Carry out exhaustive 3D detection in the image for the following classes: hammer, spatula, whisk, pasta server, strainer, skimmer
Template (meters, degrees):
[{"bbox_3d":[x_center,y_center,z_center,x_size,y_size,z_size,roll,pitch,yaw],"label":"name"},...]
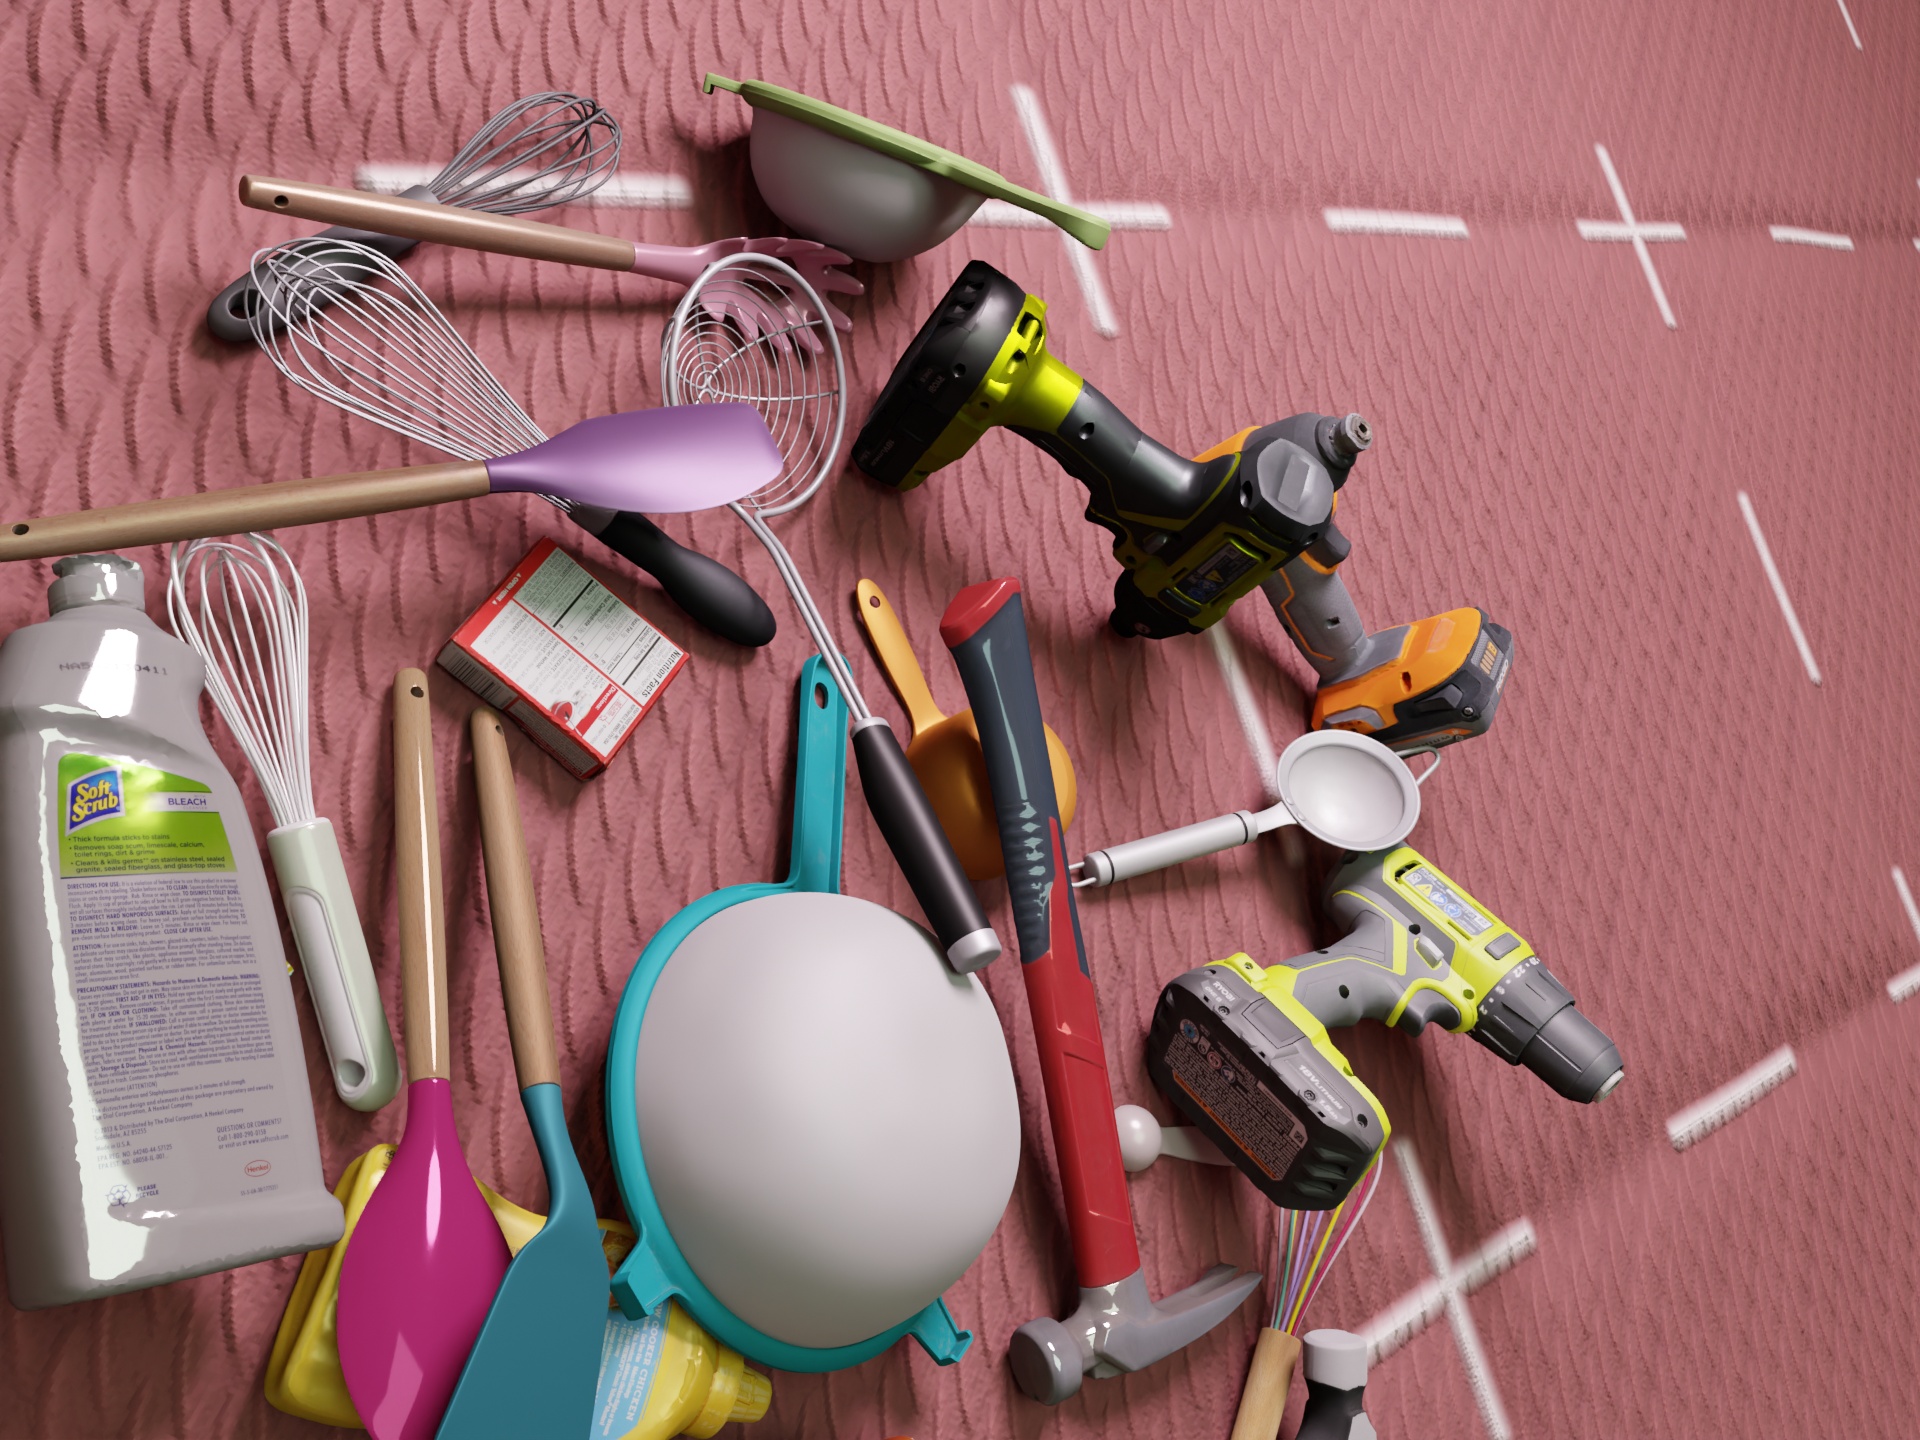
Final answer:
[{"bbox_3d":[0.059,0.120,0.782,0.143,0.038,0.386,-10,90,-35],"label":"hammer"},{"bbox_3d":[-0.177,0.125,0.617,0.082,0.044,0.318,47,20,-53],"label":"spatula"},{"bbox_3d":[-0.265,0.036,0.632,0.059,0.058,0.246,-7,79,-72],"label":"whisk"},{"bbox_3d":[-0.180,-0.225,0.764,0.316,0.060,0.040,-4,35,-44],"label":"pasta server"},{"bbox_3d":[0.167,0.060,0.913,0.258,0.050,0.087,-13,55,-25],"label":"strainer"},{"bbox_3d":[-0.220,-0.094,0.651,0.316,0.018,0.060,-13,63,-28],"label":"spatula"},{"bbox_3d":[0.176,0.303,0.839,0.051,0.047,0.245,49,53,-39],"label":"whisk"},{"bbox_3d":[0.072,0.369,0.700,0.334,0.035,0.146,7,82,-40],"label":"hammer"},{"bbox_3d":[-0.249,-0.237,0.747,0.055,0.055,0.239,51,57,-9],"label":"whisk"},{"bbox_3d":[-0.047,-0.061,0.740,0.127,0.090,0.364,12,44,-54],"label":"skimmer"},{"bbox_3d":[-0.193,-0.117,0.726,0.284,0.070,0.070,37,55,-29],"label":"whisk"},{"bbox_3d":[-0.022,-0.264,0.831,0.151,0.257,0.069,4,114,-46],"label":"strainer"},{"bbox_3d":[-0.040,0.104,0.708,0.210,0.095,0.341,29,50,-40],"label":"strainer"}]

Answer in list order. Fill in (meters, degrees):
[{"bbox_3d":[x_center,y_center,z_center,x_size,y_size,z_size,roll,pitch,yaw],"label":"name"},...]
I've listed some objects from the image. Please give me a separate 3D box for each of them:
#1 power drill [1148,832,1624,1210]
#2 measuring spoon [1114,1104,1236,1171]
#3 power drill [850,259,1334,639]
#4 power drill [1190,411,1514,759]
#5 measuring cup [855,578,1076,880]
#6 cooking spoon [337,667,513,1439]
[{"bbox_3d":[0.234,0.168,0.867,0.228,0.080,0.191,-21,51,-36],"label":"power drill"},{"bbox_3d":[0.130,0.226,0.853,0.124,0.018,0.034,13,65,-31],"label":"measuring spoon"},{"bbox_3d":[0.063,-0.130,0.856,0.223,0.171,0.080,31,57,-12],"label":"power drill"},{"bbox_3d":[0.226,-0.082,0.944,0.226,0.164,0.084,44,53,-16],"label":"power drill"},{"bbox_3d":[-0.001,-0.003,0.823,0.095,0.052,0.173,-28,92,-38],"label":"measuring cup"},{"bbox_3d":[-0.206,0.116,0.613,0.068,0.017,0.319,12,52,-38],"label":"cooking spoon"}]
